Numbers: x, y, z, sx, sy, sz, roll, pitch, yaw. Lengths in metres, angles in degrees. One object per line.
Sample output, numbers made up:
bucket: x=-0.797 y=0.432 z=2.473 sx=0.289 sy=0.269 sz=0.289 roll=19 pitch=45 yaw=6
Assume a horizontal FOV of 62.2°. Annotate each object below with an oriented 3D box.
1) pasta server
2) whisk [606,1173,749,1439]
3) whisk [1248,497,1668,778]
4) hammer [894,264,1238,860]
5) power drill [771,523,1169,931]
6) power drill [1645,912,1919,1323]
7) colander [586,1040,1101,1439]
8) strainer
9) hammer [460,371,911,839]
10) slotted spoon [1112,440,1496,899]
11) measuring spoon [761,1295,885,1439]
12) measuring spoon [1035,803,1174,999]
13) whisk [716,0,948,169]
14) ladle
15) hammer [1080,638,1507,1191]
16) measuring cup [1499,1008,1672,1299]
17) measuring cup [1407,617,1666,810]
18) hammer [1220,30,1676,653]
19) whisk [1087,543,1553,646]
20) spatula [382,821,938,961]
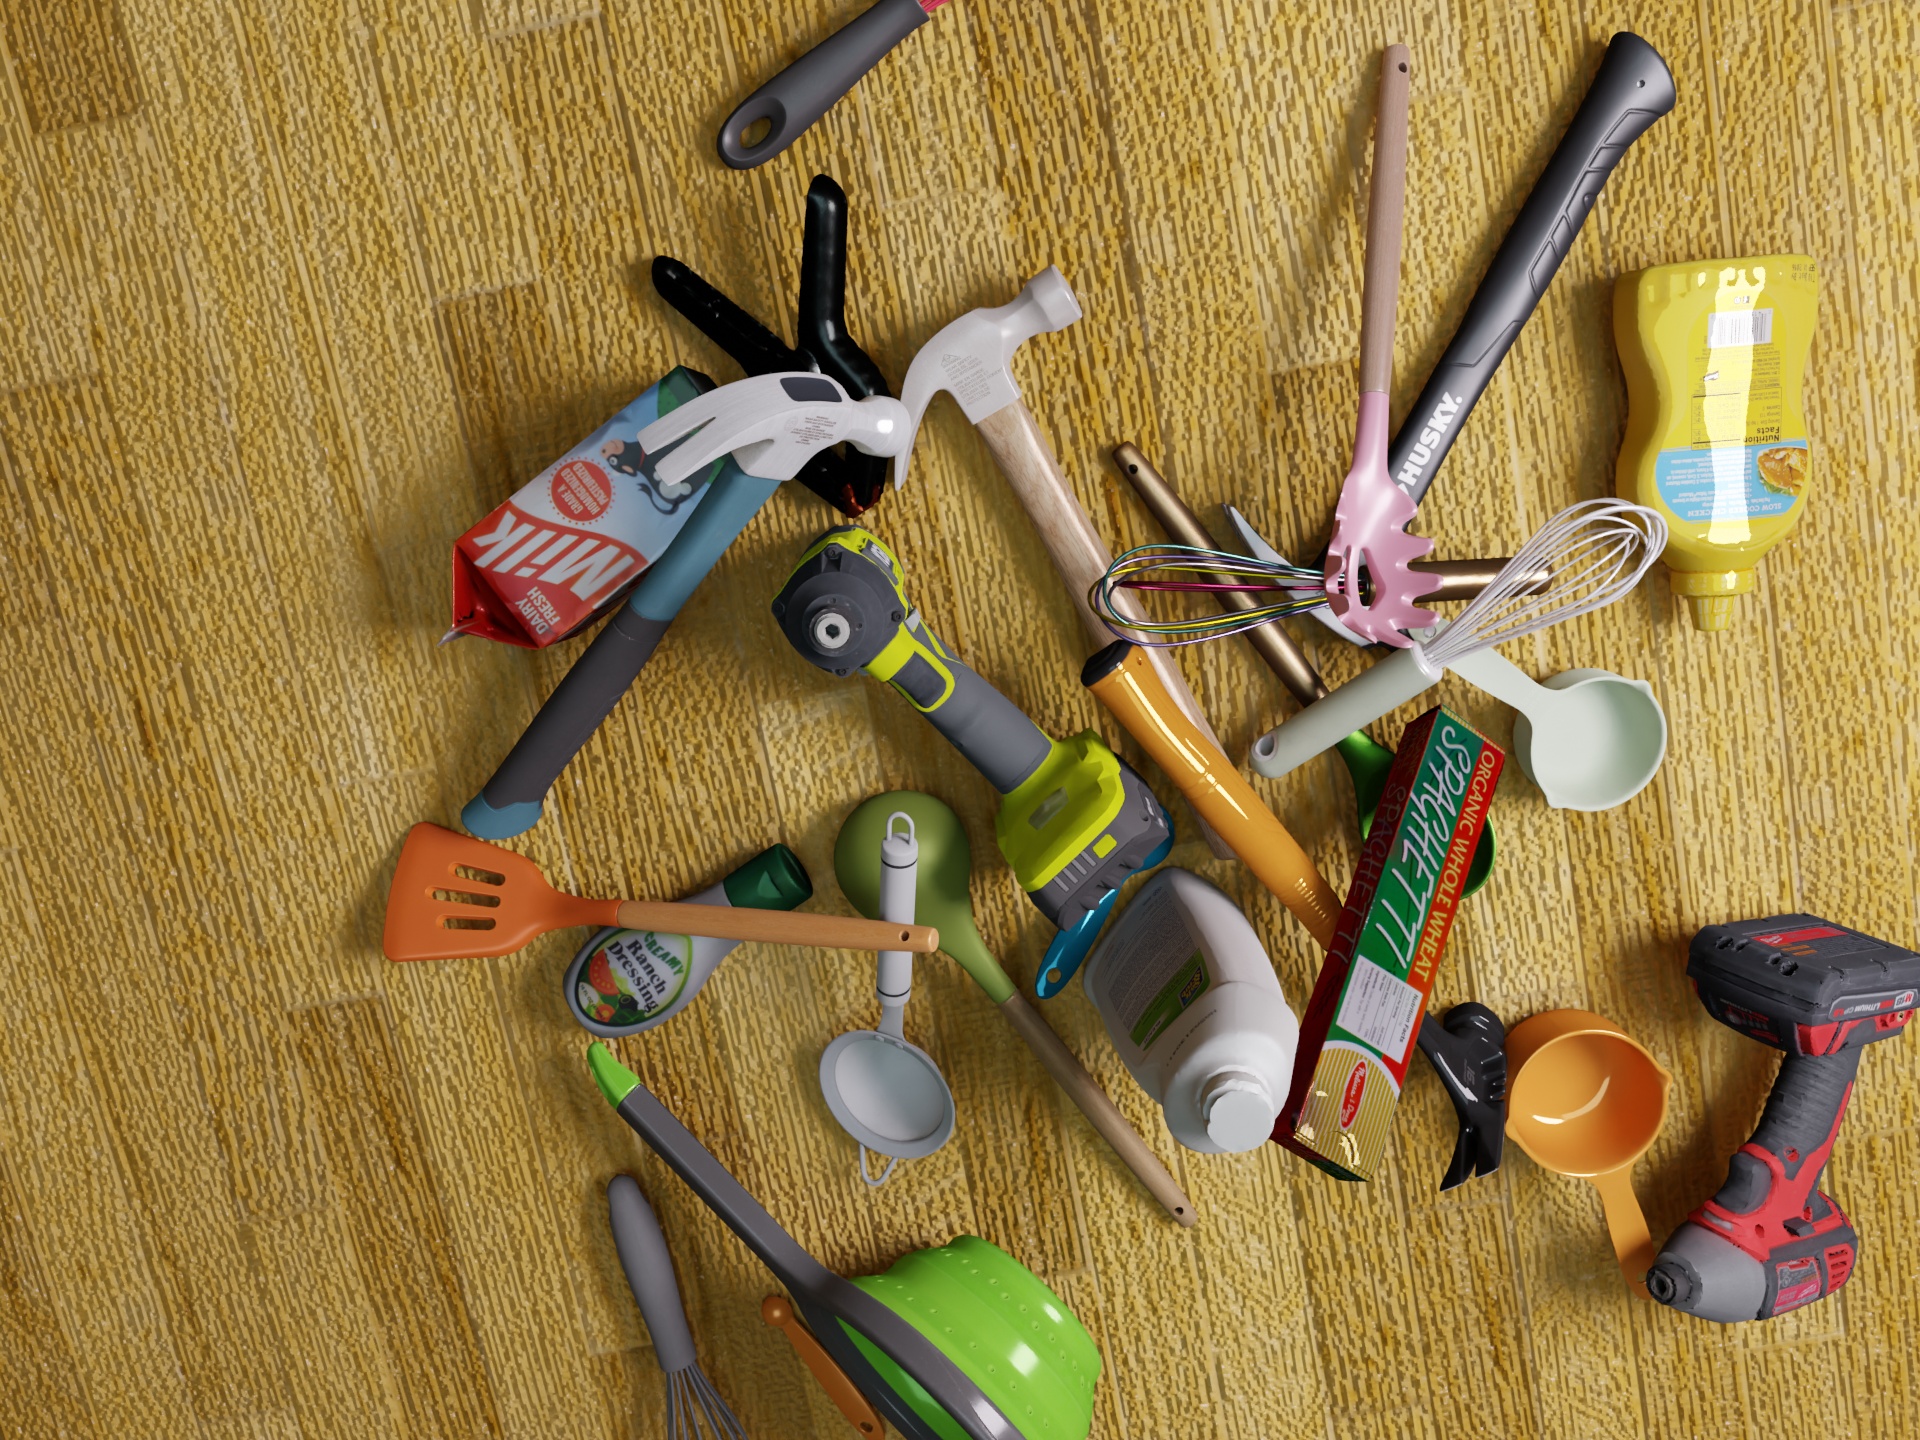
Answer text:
pasta server: x=0.214 y=-0.191 z=0.798 sx=0.060 sy=0.040 sz=0.316 roll=8 pitch=83 yaw=-22
whisk: x=-0.169 y=0.383 z=0.948 sx=0.055 sy=0.055 sz=0.239 roll=-16 pitch=96 yaw=4
whisk: x=0.244 y=-0.035 z=0.810 sx=0.059 sy=0.058 sz=0.246 roll=26 pitch=133 yaw=-34
hammer: x=0.075 y=-0.066 z=0.861 sx=0.130 sy=0.031 sz=0.331 roll=-28 pitch=102 yaw=15
power drill: x=-0.001 y=-0.003 z=0.812 sx=0.223 sy=0.171 sz=0.080 roll=44 pitch=99 yaw=-10
power drill: x=0.444 y=0.224 z=0.872 sx=0.143 sy=0.079 sz=0.219 roll=-2 pitch=104 yaw=-29
colander: x=-0.048 y=0.303 z=0.902 sx=0.397 sy=0.204 sz=0.094 roll=44 pitch=65 yaw=6
strainer: x=-0.035 y=0.153 z=0.872 sx=0.087 sy=0.050 sz=0.258 roll=17 pitch=126 yaw=18
hammer: x=-0.164 y=-0.049 z=0.817 sx=0.331 sy=0.128 sz=0.033 roll=-47 pitch=63 yaw=28
slotted spoon: x=0.186 y=-0.029 z=0.875 sx=0.070 sy=0.031 sz=0.313 roll=-37 pitch=96 yaw=25
measuring spoon: x=-0.083 y=0.396 z=0.963 sx=0.021 sy=0.011 sz=0.117 roll=-33 pitch=98 yaw=26
measuring spoon: x=0.079 y=0.100 z=0.884 sx=0.042 sy=0.021 sz=0.128 roll=33 pitch=81 yaw=-8
whisk: x=-0.006 y=-0.375 z=0.801 sx=0.296 sy=0.073 sz=0.073 roll=-34 pitch=98 yaw=13
ladle: x=0.040 y=0.171 z=0.914 sx=0.078 sy=0.062 sz=0.320 roll=-36 pitch=105 yaw=7
hammer: x=0.178 y=0.093 z=0.838 sx=0.034 sy=0.127 sz=0.336 roll=-35 pitch=103 yaw=32
measuring cup: x=0.363 y=0.246 z=0.912 sx=0.095 sy=0.052 sz=0.173 roll=-20 pitch=101 yaw=4
measuring cup: x=0.303 y=-0.015 z=0.862 sx=0.167 sy=0.038 sz=0.083 roll=31 pitch=101 yaw=-11
hammer: x=0.268 y=-0.200 z=0.838 sx=0.146 sy=0.035 sz=0.334 roll=27 pitch=100 yaw=-5
whisk: x=0.186 y=-0.072 z=0.824 sx=0.245 sy=0.047 sz=0.051 roll=-4 pitch=103 yaw=-6
spatula: x=-0.166 y=0.105 z=0.858 sx=0.323 sy=0.041 sz=0.081 roll=2 pitch=73 yaw=22
